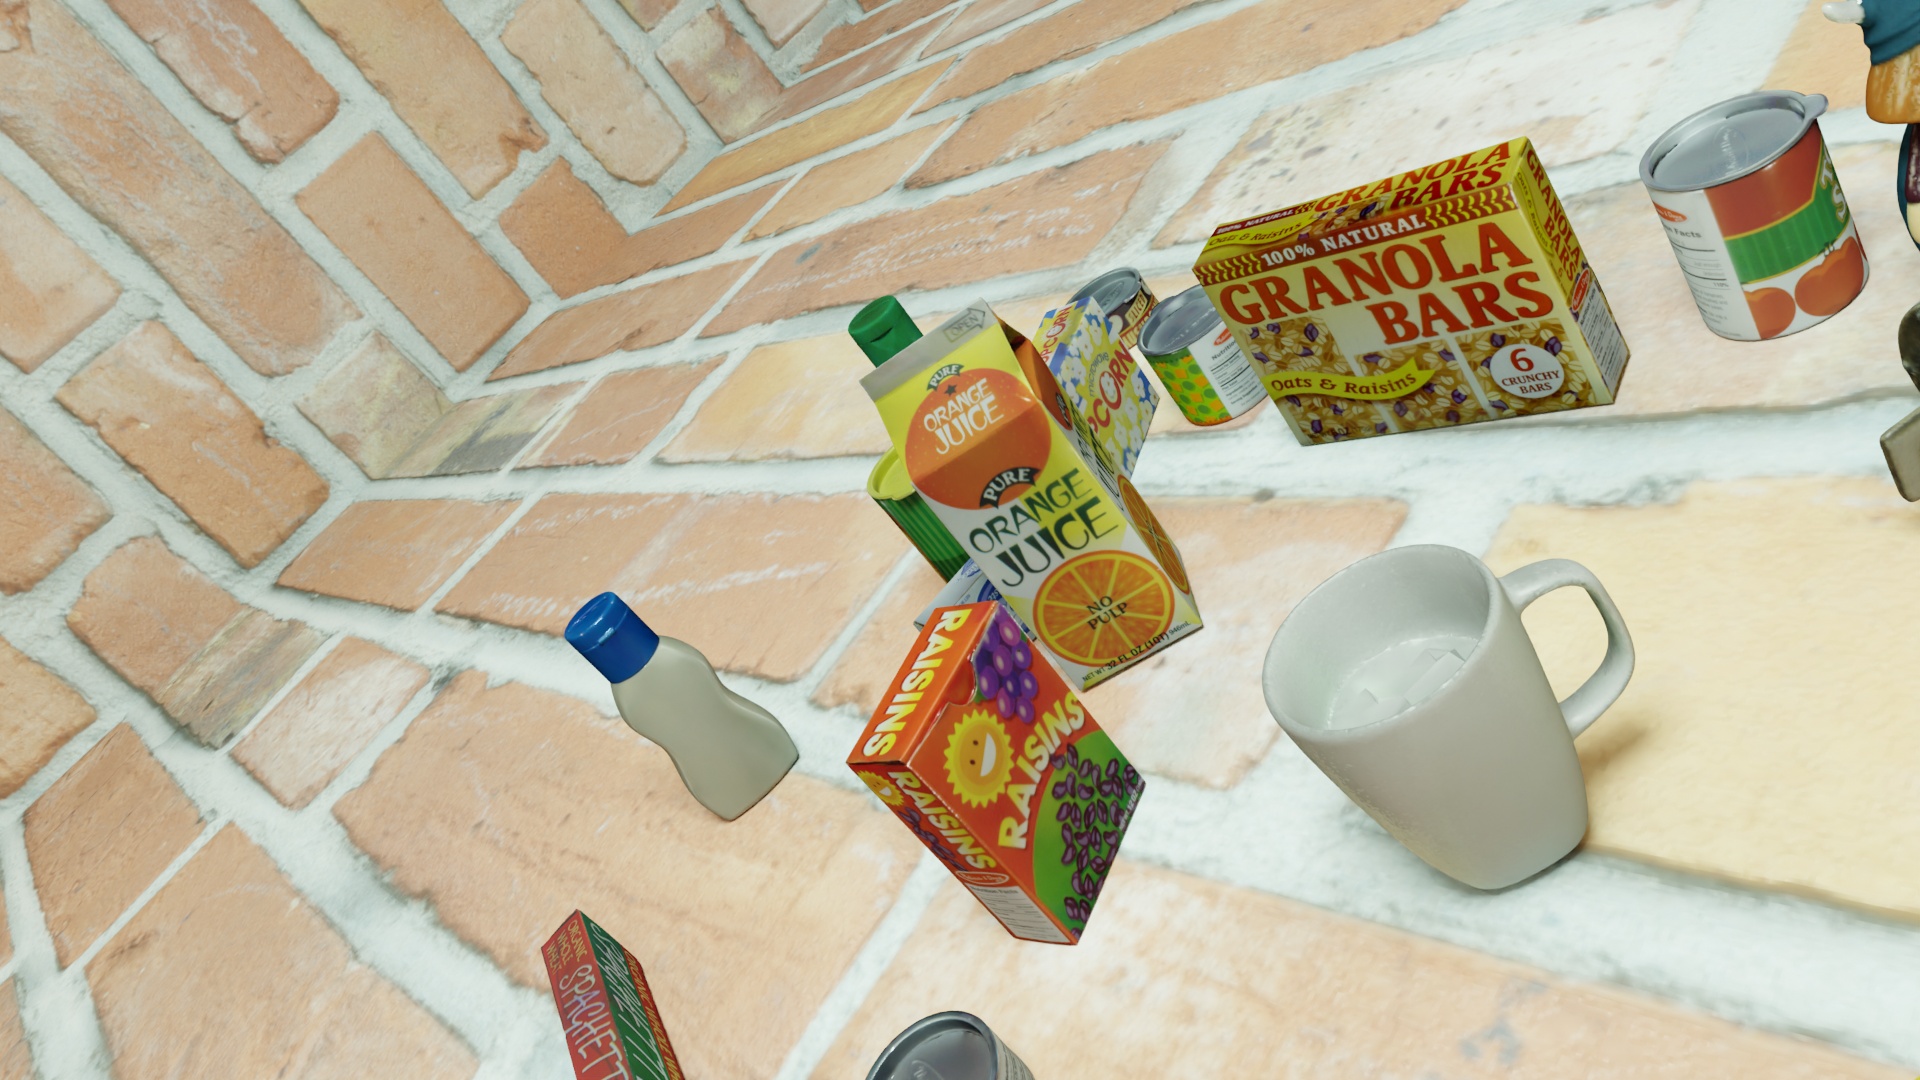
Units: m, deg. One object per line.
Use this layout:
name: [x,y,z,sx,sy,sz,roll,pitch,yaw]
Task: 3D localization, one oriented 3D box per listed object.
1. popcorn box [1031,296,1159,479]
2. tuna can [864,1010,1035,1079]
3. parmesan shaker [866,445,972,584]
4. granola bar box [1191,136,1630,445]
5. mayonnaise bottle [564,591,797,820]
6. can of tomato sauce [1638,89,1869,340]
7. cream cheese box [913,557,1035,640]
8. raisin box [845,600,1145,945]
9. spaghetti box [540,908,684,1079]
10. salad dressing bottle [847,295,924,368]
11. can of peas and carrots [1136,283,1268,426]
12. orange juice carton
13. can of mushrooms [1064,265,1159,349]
popcorn box: [0.069,-0.073,0.824,0.038,0.085,0.127,-17,34,37]
tuna can: [-0.007,0.217,0.523,0.071,0.032,0.071,-30,28,18]
parmesan shaker: [0.003,-0.010,0.788,0.071,0.103,0.072,-30,28,18]
granola bar box: [0.211,-0.111,0.662,0.165,0.124,0.039,-6,41,48]
mayonnaise bottle: [-0.159,0.090,0.783,0.065,0.147,0.041,-43,27,-9]
can of tomato sauce: [0.339,-0.138,0.589,0.071,0.083,0.071,-30,28,18]
cream cheese box: [0.027,0.027,0.755,0.104,0.053,0.024,-48,28,-18]
raisin box: [0.019,0.097,0.578,0.040,0.123,0.086,-10,38,44]
spaghetti box: [-0.148,0.248,0.632,0.029,0.050,0.250,-43,27,-8]
salad dressing bottle: [-0.014,-0.088,0.882,0.064,0.147,0.044,-34,27,11]
can of peas and carrots: [0.145,-0.110,0.816,0.071,0.058,0.071,-30,28,18]
orange juice carton: [0.035,-0.025,0.671,0.071,0.192,0.073,-31,27,16]
can of mushrooms: [0.106,-0.158,0.967,0.071,0.033,0.071,-30,28,18]
